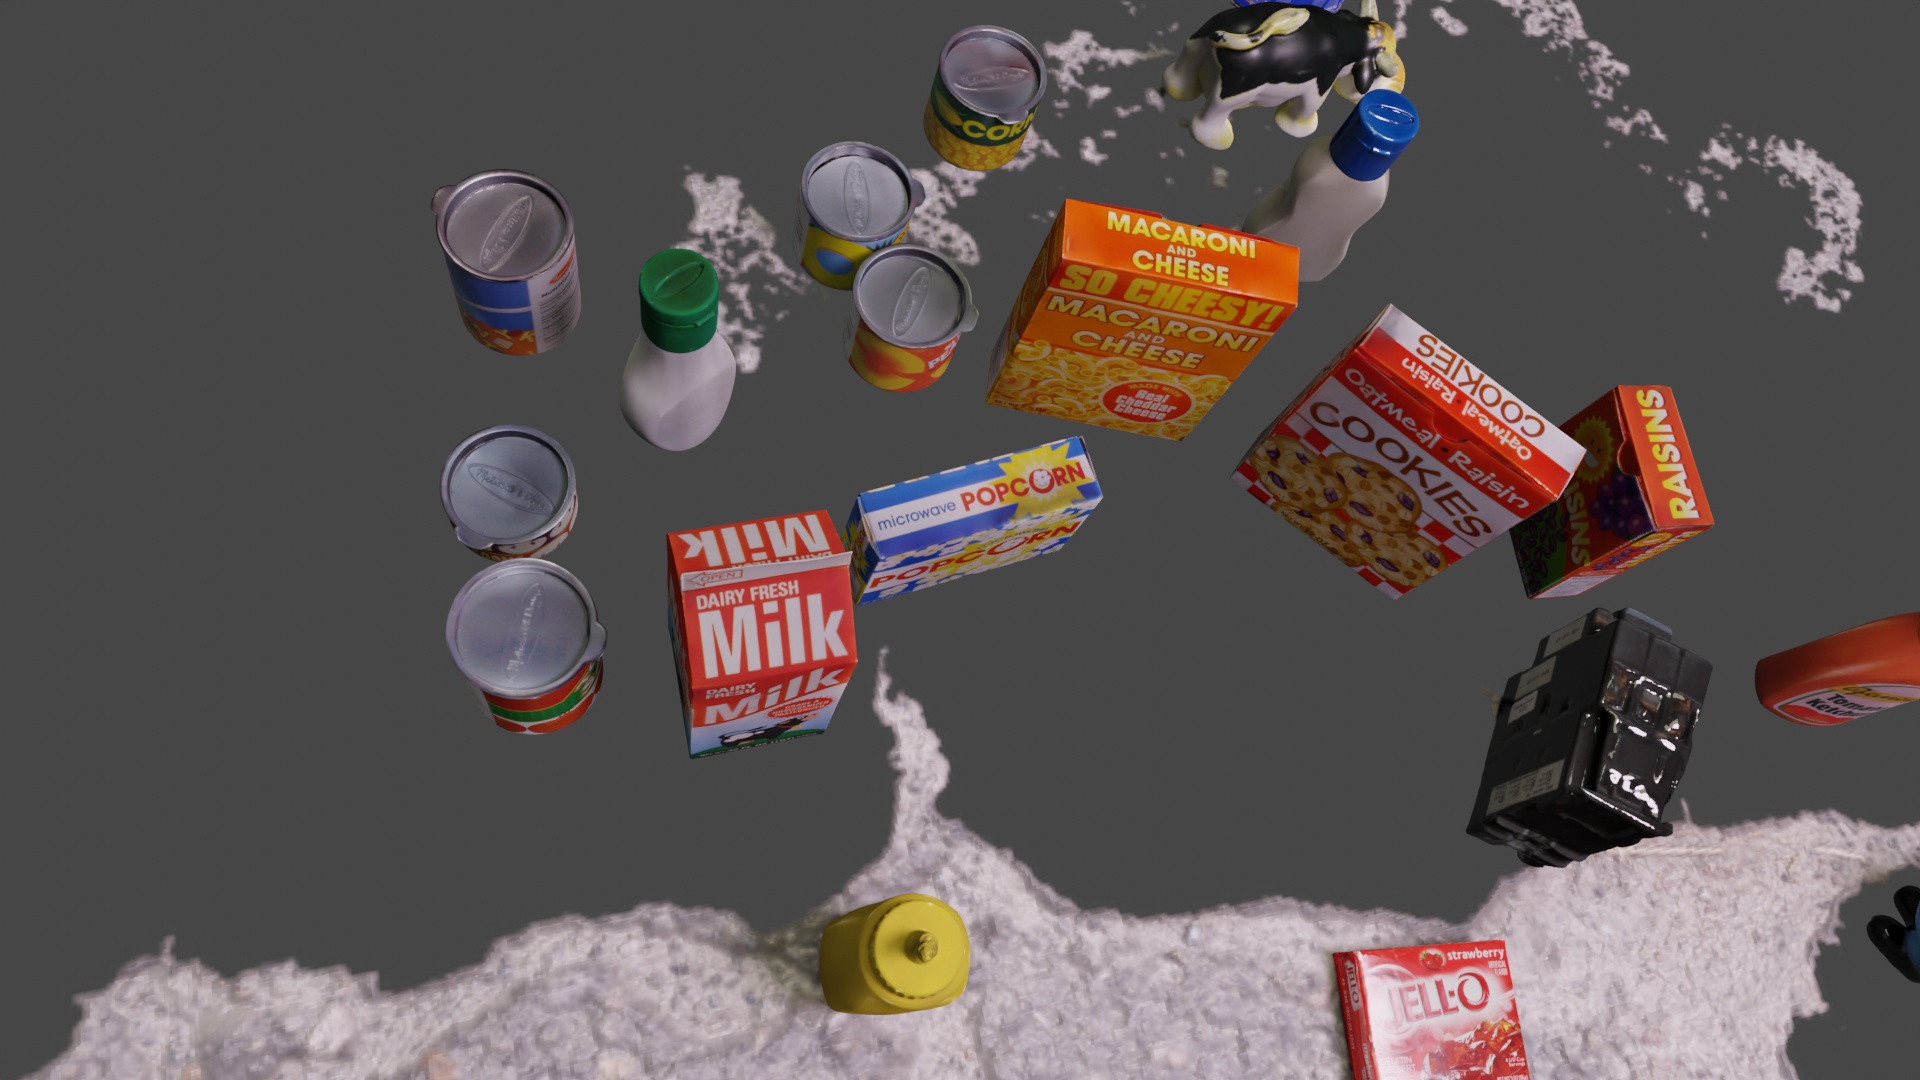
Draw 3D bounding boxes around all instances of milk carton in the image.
[{"bbox_3d":[-0.094,0.042,0.638,0.072,0.189,0.073,-9,72,-15],"label":"milk carton"}]

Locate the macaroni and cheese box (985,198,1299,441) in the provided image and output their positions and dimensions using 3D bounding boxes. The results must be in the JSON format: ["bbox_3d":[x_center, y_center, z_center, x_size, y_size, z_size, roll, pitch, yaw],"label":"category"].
[{"bbox_3d":[0.092,-0.114,0.752,0.124,0.165,0.040,10,68,-9],"label":"macaroni and cheese box"}]

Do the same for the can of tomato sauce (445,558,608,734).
[{"bbox_3d":[-0.205,0.053,0.668,0.071,0.082,0.071,4,69,-11],"label":"can of tomato sauce"}]

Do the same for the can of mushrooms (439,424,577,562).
[{"bbox_3d":[-0.233,-0.022,0.717,0.071,0.033,0.071,4,69,-11],"label":"can of mushrooms"}]

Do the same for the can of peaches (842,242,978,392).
[{"bbox_3d":[-0.029,-0.124,0.788,0.071,0.058,0.071,4,69,-11],"label":"can of peaches"}]

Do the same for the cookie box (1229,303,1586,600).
[{"bbox_3d":[0.234,-0.041,0.755,0.123,0.166,0.040,37,67,3],"label":"cookie box"}]

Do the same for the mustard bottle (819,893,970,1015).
[{"bbox_3d":[-0.025,0.184,0.616,0.065,0.159,0.049,0,70,-13],"label":"mustard bottle"}]

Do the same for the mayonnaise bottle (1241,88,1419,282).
[{"bbox_3d":[0.221,-0.208,0.826,0.065,0.147,0.041,12,68,-8],"label":"mayonnaise bottle"}]

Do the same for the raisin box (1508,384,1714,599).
[{"bbox_3d":[0.366,-0.026,0.802,0.040,0.123,0.086,-2,70,-13],"label":"raisin box"}]

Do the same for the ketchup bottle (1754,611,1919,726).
[{"bbox_3d":[0.529,0.068,0.788,0.065,0.148,0.044,13,68,-7],"label":"ketchup bottle"}]

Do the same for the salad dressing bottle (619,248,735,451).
[{"bbox_3d":[-0.143,-0.094,0.703,0.064,0.147,0.044,-40,83,-22],"label":"salad dressing bottle"}]

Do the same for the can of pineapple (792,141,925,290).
[{"bbox_3d":[-0.061,-0.186,0.804,0.071,0.057,0.071,4,69,-11],"label":"can of pineapple"}]

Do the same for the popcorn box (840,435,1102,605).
[{"bbox_3d":[0.003,-0.009,0.736,0.127,0.085,0.038,-16,74,-17],"label":"popcorn box"}]

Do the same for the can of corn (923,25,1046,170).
[{"bbox_3d":[0.015,-0.268,0.852,0.071,0.058,0.071,4,69,-11],"label":"can of corn"}]

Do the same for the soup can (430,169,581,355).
[{"bbox_3d":[-0.239,-0.146,0.736,0.071,0.083,0.071,4,69,-11],"label":"soup can"}]
